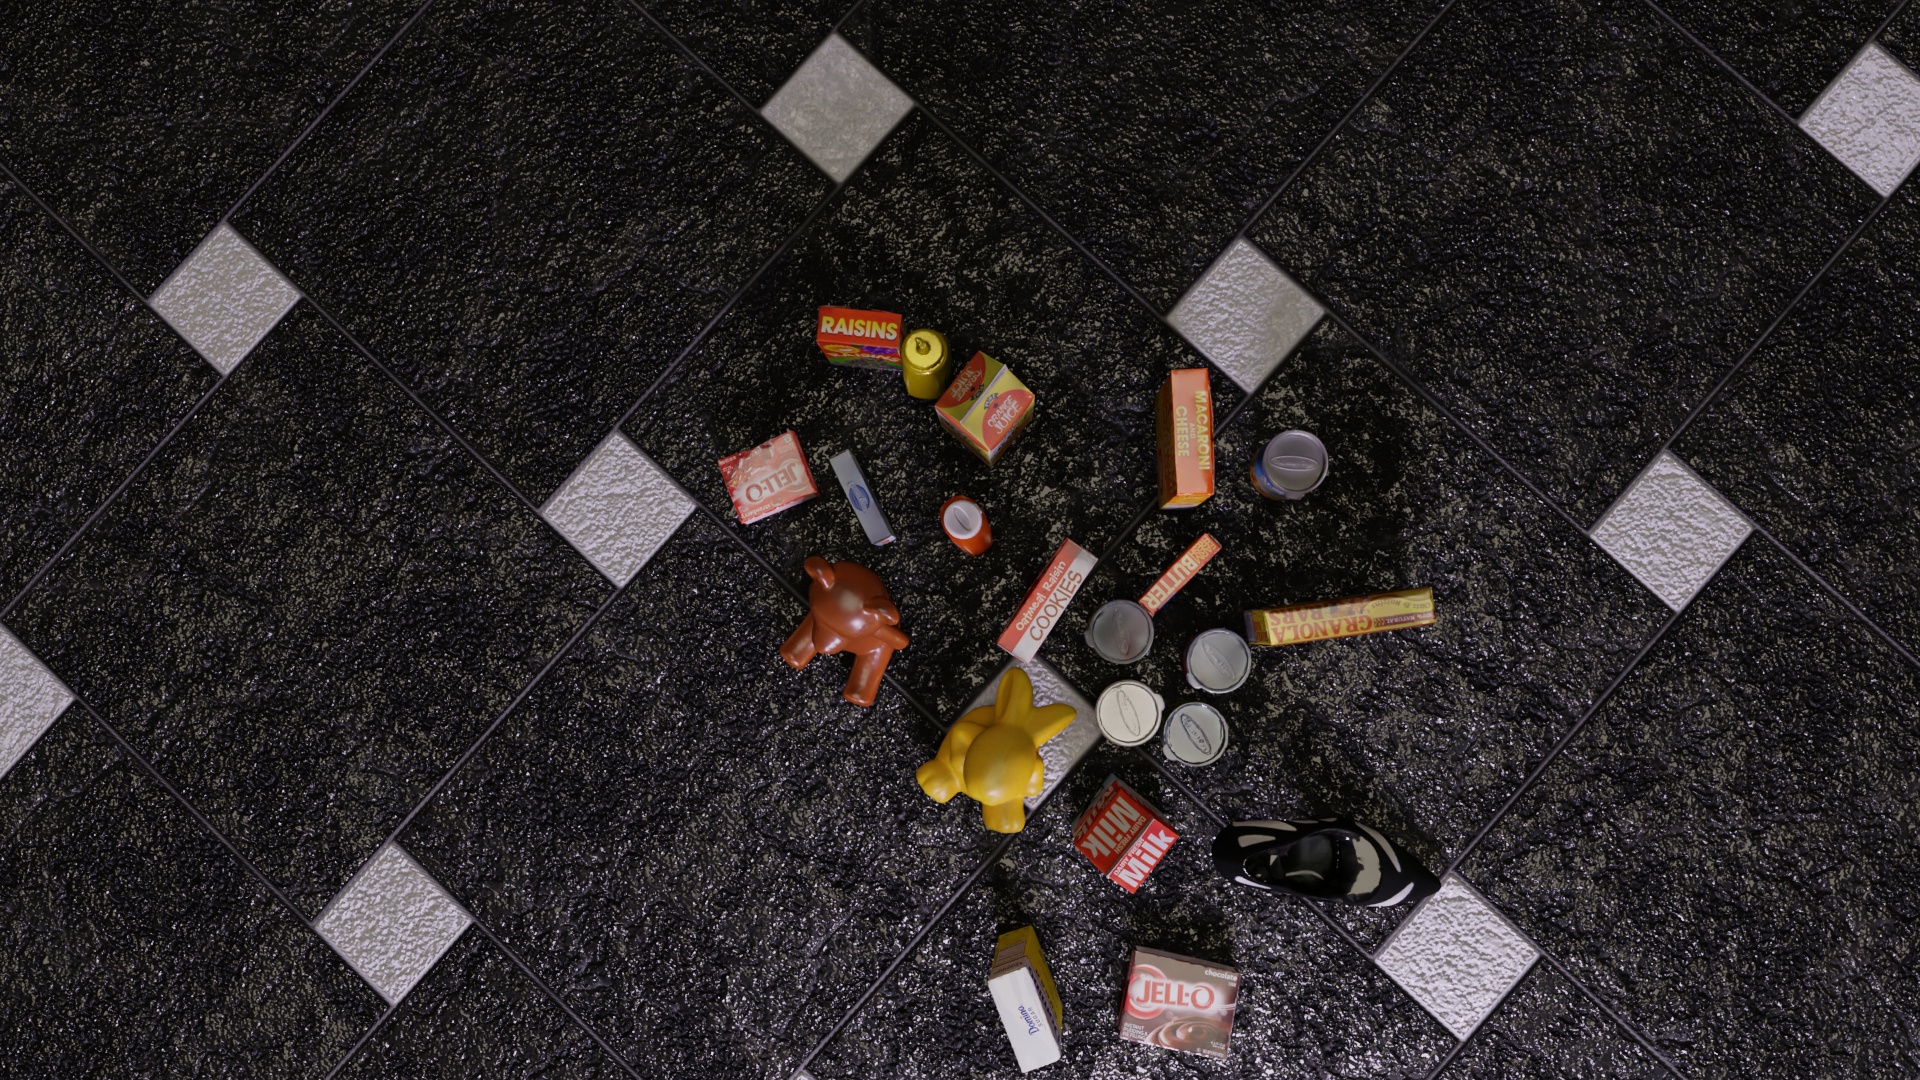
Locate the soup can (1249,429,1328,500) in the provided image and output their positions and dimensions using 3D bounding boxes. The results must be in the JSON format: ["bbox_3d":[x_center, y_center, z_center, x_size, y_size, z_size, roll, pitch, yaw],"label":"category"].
[{"bbox_3d":[0.339,-0.074,1.439,0.071,0.083,0.071,0,86,2],"label":"soup can"}]

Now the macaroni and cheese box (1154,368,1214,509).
[{"bbox_3d":[0.225,-0.099,1.403,0.040,0.166,0.123,-2,86,2],"label":"macaroni and cheese box"}]

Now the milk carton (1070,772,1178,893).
[{"bbox_3d":[0.160,0.287,1.366,0.073,0.190,0.072,38,89,4],"label":"milk carton"}]

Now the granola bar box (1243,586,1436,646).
[{"bbox_3d":[0.381,0.078,1.407,0.166,0.124,0.039,-8,86,1],"label":"granola bar box"}]

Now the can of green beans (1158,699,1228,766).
[{"bbox_3d":[0.240,0.198,1.436,0.071,0.058,0.071,0,86,2],"label":"can of green beans"}]

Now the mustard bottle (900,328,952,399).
[{"bbox_3d":[-0.035,-0.185,1.421,0.049,0.160,0.065,4,87,2],"label":"mustard bottle"}]

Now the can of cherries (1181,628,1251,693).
[{"bbox_3d":[0.262,0.125,1.440,0.071,0.058,0.071,0,86,2],"label":"can of cherries"}]

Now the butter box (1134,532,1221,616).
[{"bbox_3d":[0.226,0.036,1.450,0.103,0.053,0.024,-45,86,-1],"label":"butter box"}]

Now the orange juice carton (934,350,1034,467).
[{"bbox_3d":[0.025,-0.133,1.399,0.073,0.192,0.072,39,89,4],"label":"orange juice carton"}]

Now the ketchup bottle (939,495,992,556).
[{"bbox_3d":[0.005,-0.018,1.413,0.043,0.149,0.065,-35,86,0],"label":"ketchup bottle"}]

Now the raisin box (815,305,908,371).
[{"bbox_3d":[-0.099,-0.209,1.443,0.086,0.123,0.040,7,87,2],"label":"raisin box"}]

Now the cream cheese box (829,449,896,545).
[{"bbox_3d":[-0.103,-0.044,1.467,0.024,0.053,0.104,-27,86,0],"label":"cream cheese box"}]

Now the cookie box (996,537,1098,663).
[{"bbox_3d":[0.084,0.061,1.396,0.040,0.167,0.123,33,88,4],"label":"cookie box"}]

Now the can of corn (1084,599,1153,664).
[{"bbox_3d":[0.163,0.095,1.446,0.071,0.058,0.071,0,86,2],"label":"can of corn"}]

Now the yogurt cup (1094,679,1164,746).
[{"bbox_3d":[0.172,0.178,1.441,0.072,0.054,0.072,0,86,2],"label":"yogurt cup"}]
